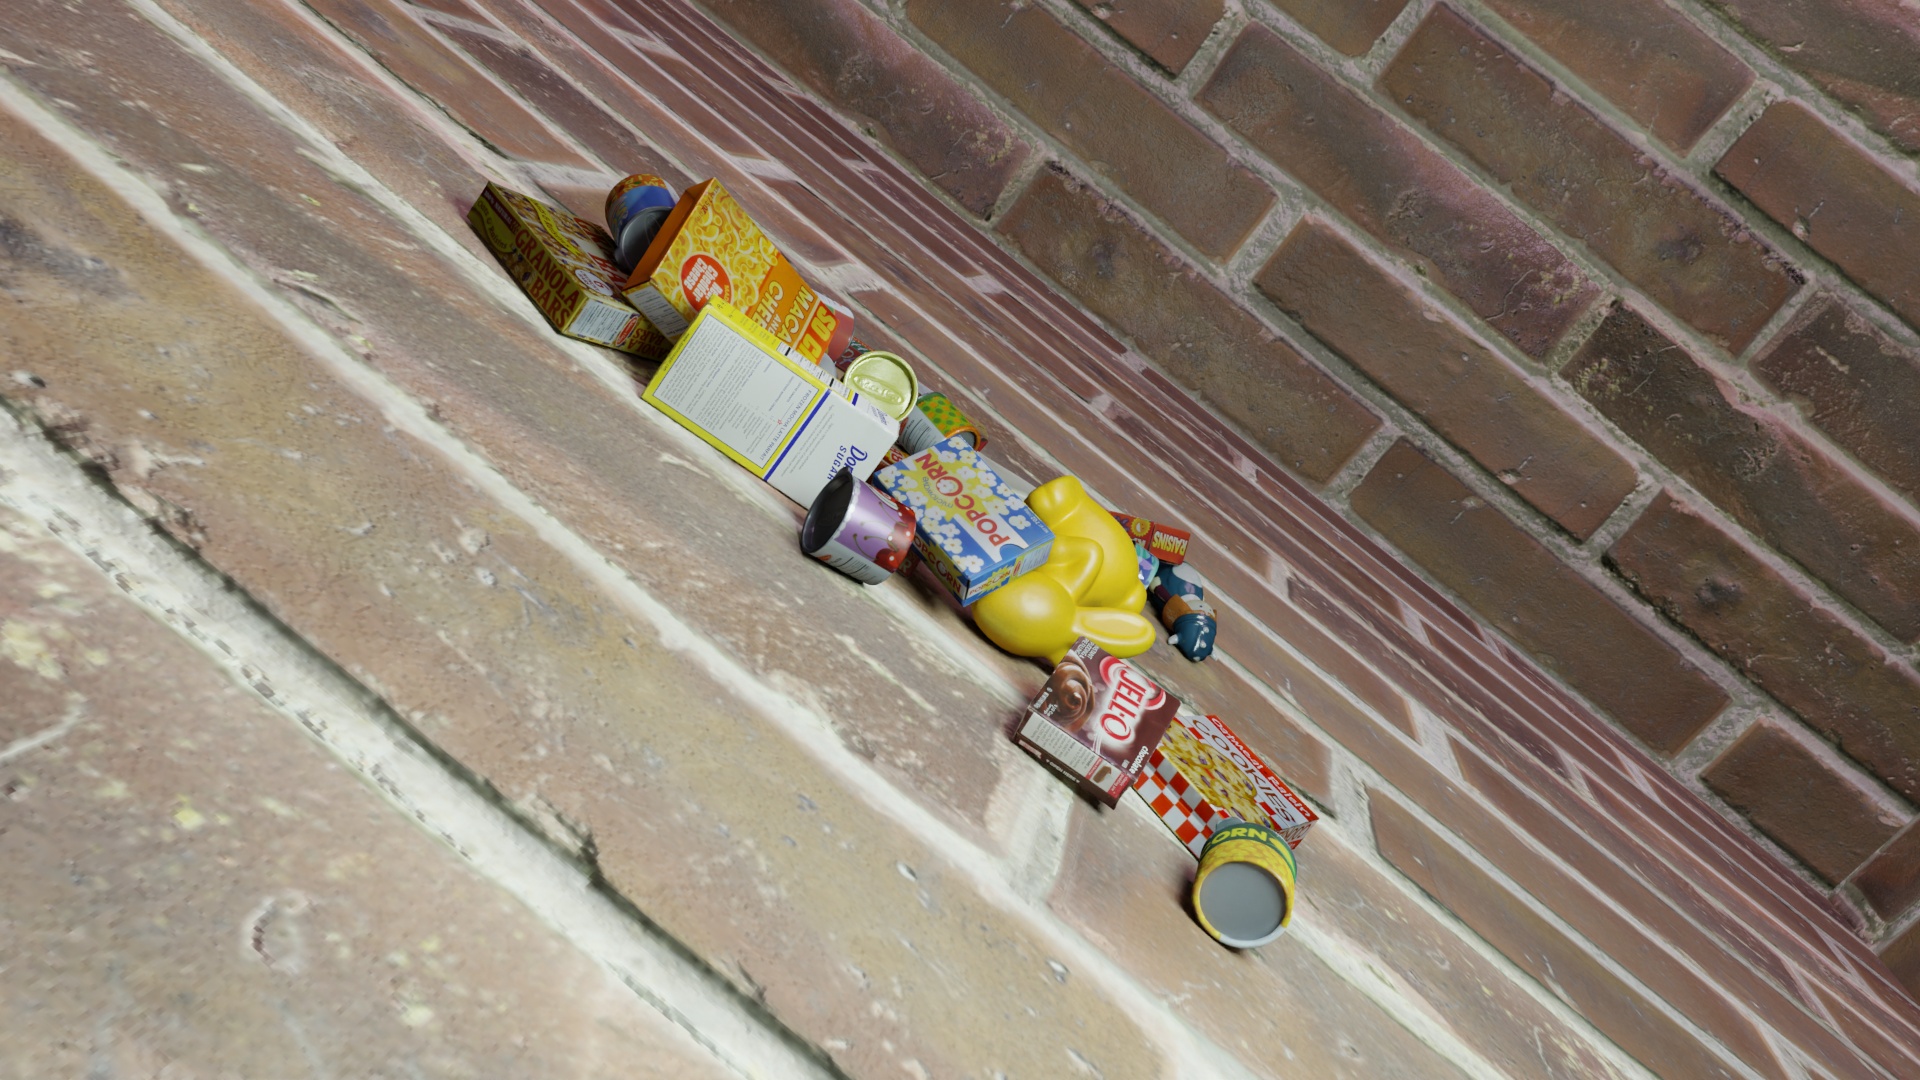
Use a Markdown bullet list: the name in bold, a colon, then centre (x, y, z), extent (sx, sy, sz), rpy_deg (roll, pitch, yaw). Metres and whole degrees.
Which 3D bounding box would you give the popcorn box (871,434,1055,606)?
- **popcorn box**: centre (0.000, -0.018, 1.076), extent (0.085, 0.038, 0.127), rpy_deg (-26, 59, -29)

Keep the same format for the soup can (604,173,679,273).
- **soup can**: centre (-0.262, -0.262, 1.164), extent (0.071, 0.071, 0.084), rpy_deg (26, 19, -35)

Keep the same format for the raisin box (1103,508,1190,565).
- **raisin box**: centre (0.169, -0.010, 1.474), extent (0.123, 0.040, 0.086), rpy_deg (16, 1, 35)

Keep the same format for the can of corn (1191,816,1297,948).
- **can of corn**: centre (0.189, 0.228, 0.927), extent (0.071, 0.071, 0.058), rpy_deg (40, 17, 6)

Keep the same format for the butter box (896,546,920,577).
- **butter box**: centre (-0.049, -0.006, 1.131), extent (0.053, 0.024, 0.104), rpy_deg (37, 16, -3)

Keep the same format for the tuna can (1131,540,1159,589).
- **tuna can**: centre (0.165, 0.037, 1.386), extent (0.033, 0.071, 0.071), rpy_deg (37, 17, -7)

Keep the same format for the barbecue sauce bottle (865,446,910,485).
- **barbecue sauce bottle**: centre (-0.085, -0.070, 1.190), extent (0.148, 0.043, 0.065), rpy_deg (27, 15, -32)

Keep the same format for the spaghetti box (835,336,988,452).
- **spaghetti box**: centre (-0.078, -0.173, 1.499), extent (0.250, 0.028, 0.050), rpy_deg (33, 17, -16)

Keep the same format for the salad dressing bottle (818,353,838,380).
- **salad dressing bottle**: centre (-0.152, -0.155, 1.256), extent (0.044, 0.064, 0.148), rpy_deg (38, 6, -31)

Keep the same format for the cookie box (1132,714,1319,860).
- **cookie box**: centre (0.198, 0.193, 1.085), extent (0.123, 0.040, 0.167), rpy_deg (47, 20, 28)

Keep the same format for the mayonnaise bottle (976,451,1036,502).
- **mayonnaise bottle**: centre (0.064, -0.036, 1.410), extent (0.148, 0.041, 0.065), rpy_deg (31, 20, -25)

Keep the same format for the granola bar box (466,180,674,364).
- **granola bar box**: centre (-0.305, -0.213, 1.123), extent (0.166, 0.039, 0.124), rpy_deg (47, 18, 28)

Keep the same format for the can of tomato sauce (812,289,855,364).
- **can of tomato sauce**: centre (-0.159, -0.218, 1.394), extent (0.083, 0.071, 0.071), rpy_deg (23, 22, -40)

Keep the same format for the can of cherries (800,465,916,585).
- **can of cherries**: centre (-0.073, -0.011, 1.012), extent (0.058, 0.071, 0.072), rpy_deg (30, 18, -27)

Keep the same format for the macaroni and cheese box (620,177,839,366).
- **macaroni and cheese box**: centre (-0.182, -0.190, 1.129), extent (0.166, 0.040, 0.124), rpy_deg (48, 48, -34)

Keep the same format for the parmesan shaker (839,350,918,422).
- **parmesan shaker**: centre (-0.082, -0.125, 1.248), extent (0.071, 0.071, 0.103), rpy_deg (36, -11, -8)

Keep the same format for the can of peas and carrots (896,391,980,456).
- **can of peas and carrots**: centre (-0.021, -0.103, 1.364), extent (0.059, 0.070, 0.071), rpy_deg (48, 19, 29)
